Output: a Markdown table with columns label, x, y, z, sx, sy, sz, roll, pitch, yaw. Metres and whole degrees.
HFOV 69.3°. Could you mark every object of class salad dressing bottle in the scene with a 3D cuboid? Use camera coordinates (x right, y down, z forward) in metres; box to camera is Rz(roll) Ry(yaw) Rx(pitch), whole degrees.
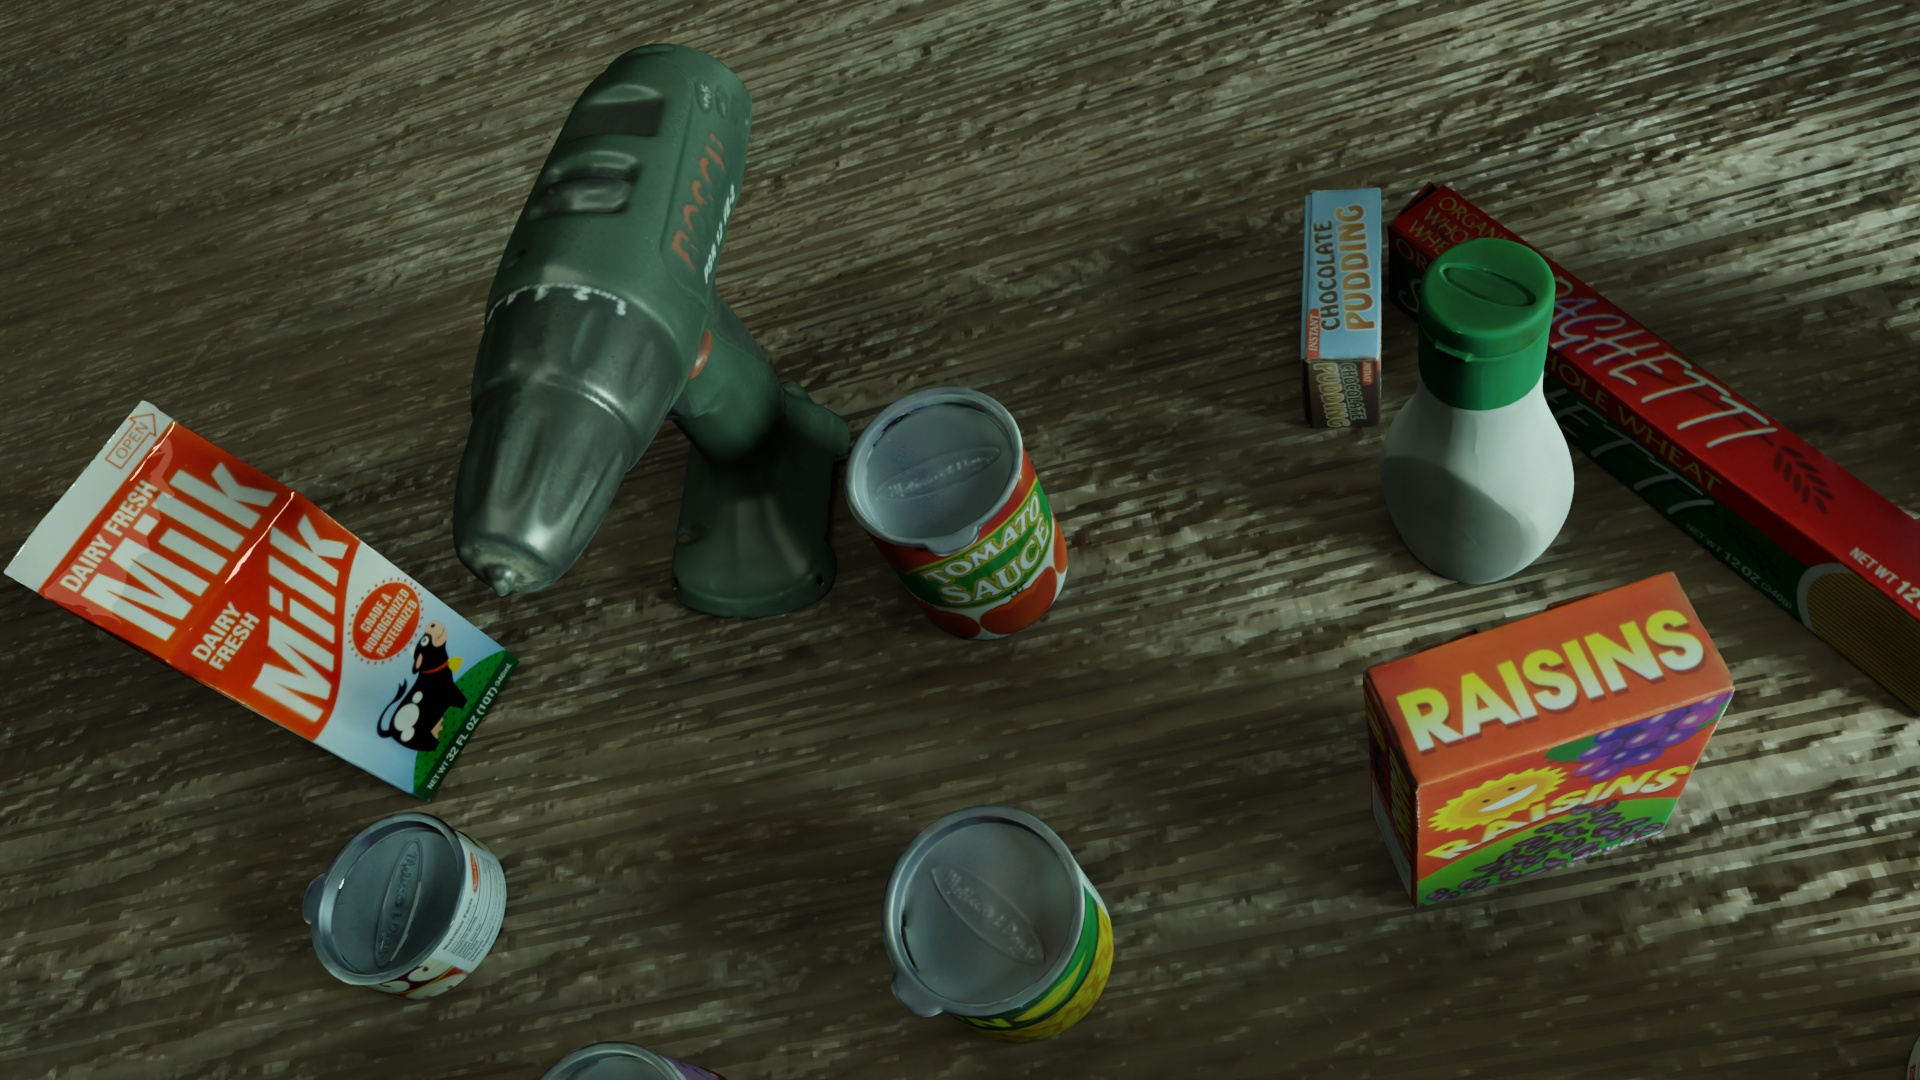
| label | x | y | z | sx | sy | sz | roll | pitch | yaw |
| --- | --- | --- | --- | --- | --- | --- | --- | --- | --- |
| salad dressing bottle | 0.169 | -0.037 | 0.453 | 0.064 | 0.147 | 0.044 | 31 | 75 | 29 |

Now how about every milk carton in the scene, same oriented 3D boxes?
| label | x | y | z | sx | sy | sz | roll | pitch | yaw |
| --- | --- | --- | --- | --- | --- | --- | --- | --- | --- |
| milk carton | -0.261 | 0.026 | 0.528 | 0.073 | 0.190 | 0.072 | 18 | 69 | 26 |

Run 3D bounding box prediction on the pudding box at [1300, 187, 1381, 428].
| label | x | y | z | sx | sy | sz | roll | pitch | yaw |
| --- | --- | --- | --- | --- | --- | --- | --- | --- | --- |
| pudding box | 0.151 | -0.092 | 0.548 | 0.030 | 0.049 | 0.084 | 0 | 62 | 18 |

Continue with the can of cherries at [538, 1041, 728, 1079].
| label | x | y | z | sx | sy | sz | roll | pitch | yaw |
| --- | --- | --- | --- | --- | --- | --- | --- | --- | --- |
| can of cherries | -0.104 | 0.205 | 0.455 | 0.071 | 0.058 | 0.072 | -8 | 60 | 14 |

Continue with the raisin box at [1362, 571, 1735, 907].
| label | x | y | z | sx | sy | sz | roll | pitch | yaw |
| --- | --- | --- | --- | --- | --- | --- | --- | --- | --- |
| raisin box | 0.168 | 0.063 | 0.410 | 0.086 | 0.123 | 0.040 | -19 | 58 | 7 |

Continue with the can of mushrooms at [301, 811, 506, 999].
| label | x | y | z | sx | sy | sz | roll | pitch | yaw |
| --- | --- | --- | --- | --- | --- | --- | --- | --- | --- |
| can of mushrooms | -0.216 | 0.142 | 0.541 | 0.071 | 0.033 | 0.071 | -8 | 60 | 14 |

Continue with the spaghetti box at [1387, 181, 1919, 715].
| label | x | y | z | sx | sy | sz | roll | pitch | yaw |
| --- | --- | --- | --- | --- | --- | --- | --- | --- | --- |
| spaghetti box | 0.246 | -0.040 | 0.488 | 0.029 | 0.050 | 0.251 | -37 | 57 | -4 |

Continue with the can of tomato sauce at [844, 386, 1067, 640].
| label | x | y | z | sx | sy | sz | roll | pitch | yaw |
| --- | --- | --- | --- | --- | --- | --- | --- | --- | --- |
| can of tomato sauce | 0.002 | -0.007 | 0.527 | 0.071 | 0.082 | 0.071 | -8 | 60 | 14 |

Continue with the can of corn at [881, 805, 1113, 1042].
| label | x | y | z | sx | sy | sz | roll | pitch | yaw |
| --- | --- | --- | --- | --- | --- | --- | --- | --- | --- |
| can of corn | 0.012 | 0.130 | 0.460 | 0.071 | 0.058 | 0.071 | -8 | 60 | 14 |
